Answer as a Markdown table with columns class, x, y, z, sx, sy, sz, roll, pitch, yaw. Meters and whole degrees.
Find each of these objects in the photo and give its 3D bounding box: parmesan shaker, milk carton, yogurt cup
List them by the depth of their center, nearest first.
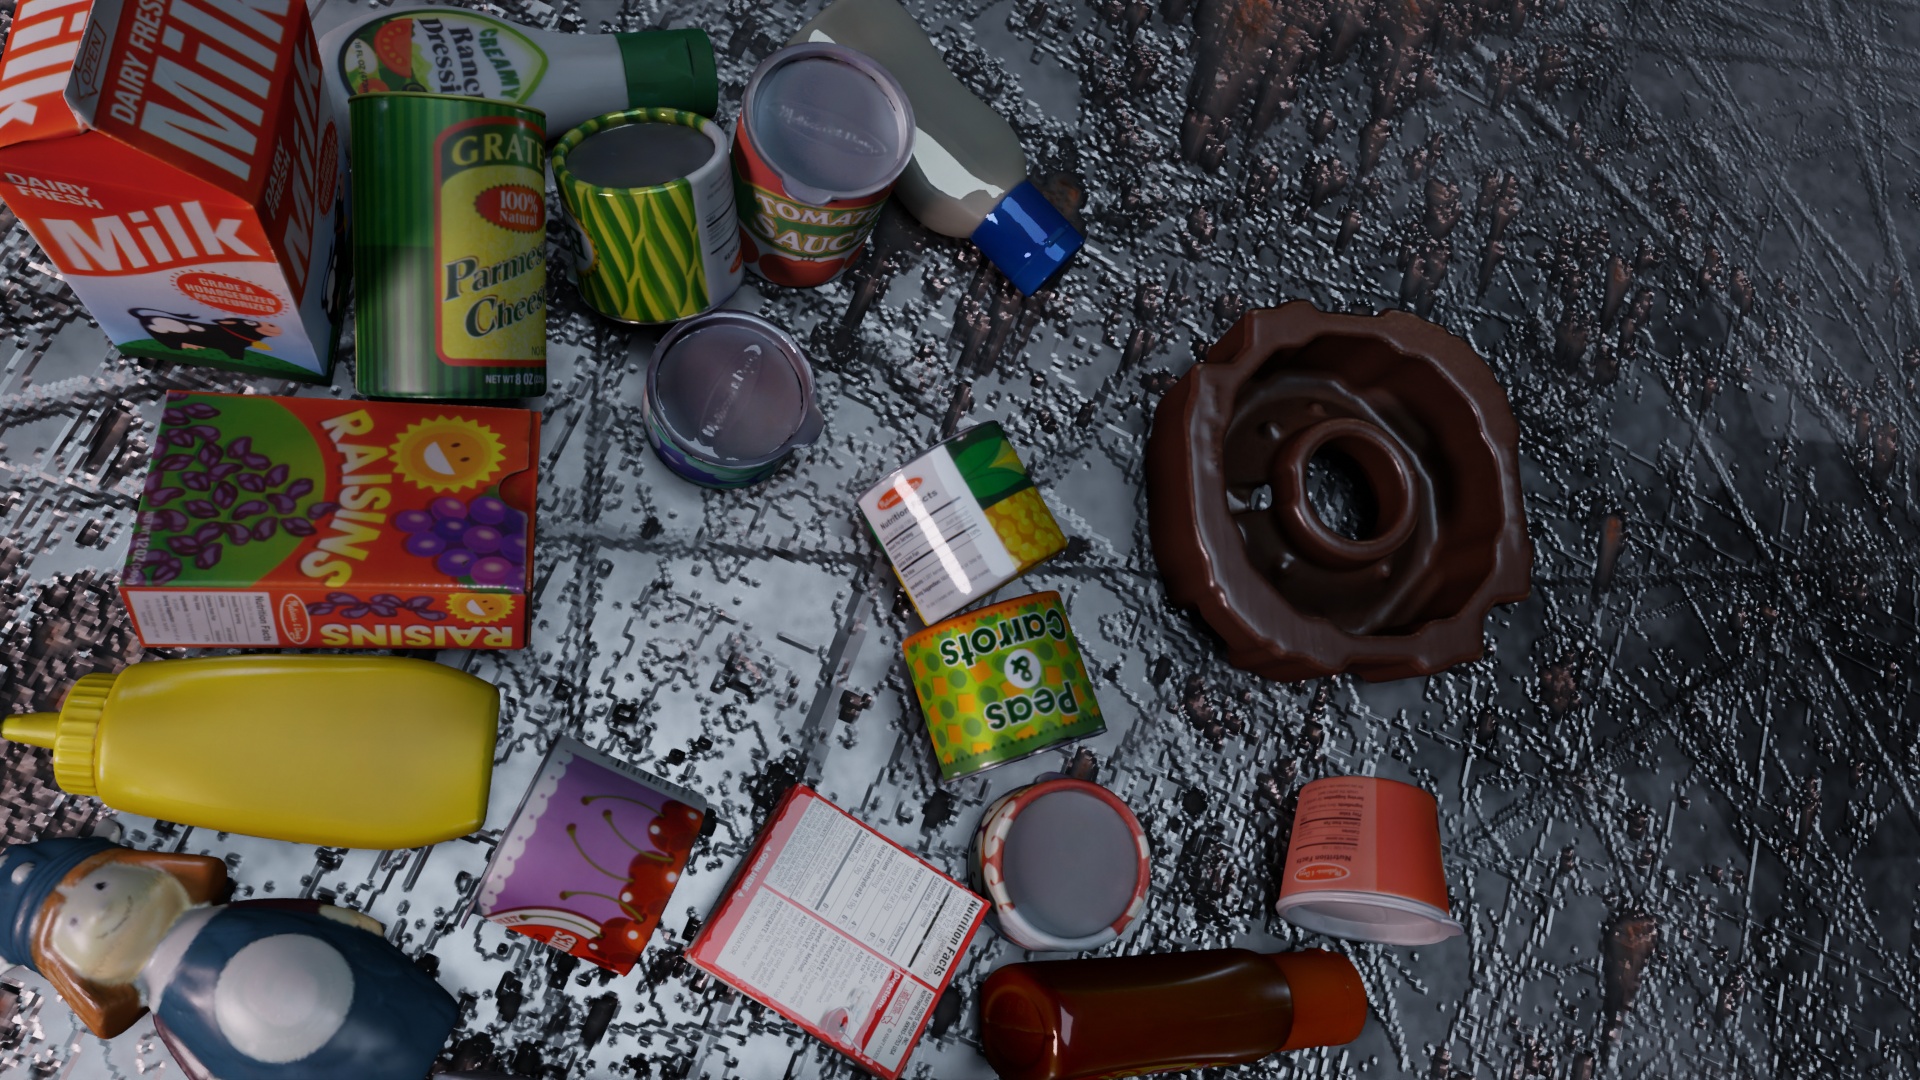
| class | x | y | z | sx | sy | sz | roll | pitch | yaw |
| --- | --- | --- | --- | --- | --- | --- | --- | --- | --- |
| milk carton | -0.243 | -0.118 | 0.437 | 0.073 | 0.190 | 0.072 | 8 | 73 | -15 |
| parmesan shaker | -0.182 | -0.104 | 0.504 | 0.071 | 0.071 | 0.103 | -1 | 99 | -18 |
| yogurt cup | 0.165 | 0.130 | 0.565 | 0.072 | 0.072 | 0.054 | 17 | 63 | -12 |

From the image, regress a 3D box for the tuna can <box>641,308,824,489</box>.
| class | x | y | z | sx | sy | sz | roll | pitch | yaw |
| --- | --- | --- | --- | --- | --- | --- | --- | --- | --- |
| tuna can | -0.090 | -0.054 | 0.552 | 0.071 | 0.032 | 0.071 | 5 | 74 | -16 |

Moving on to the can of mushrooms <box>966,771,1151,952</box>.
| class | x | y | z | sx | sy | sz | roll | pitch | yaw |
| --- | --- | --- | --- | --- | --- | --- | --- | --- | --- |
| can of mushrooms | 0.039 | 0.124 | 0.543 | 0.071 | 0.033 | 0.071 | 4 | 74 | -15 |

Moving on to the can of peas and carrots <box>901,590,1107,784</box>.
| class | x | y | z | sx | sy | sz | roll | pitch | yaw |
| --- | --- | --- | --- | --- | --- | --- | --- | --- | --- |
| can of peas and carrots | 0.017 | 0.056 | 0.534 | 0.071 | 0.070 | 0.059 | -15 | 80 | -20 |

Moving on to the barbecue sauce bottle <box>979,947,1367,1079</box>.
| class | x | y | z | sx | sy | sz | roll | pitch | yaw |
| --- | --- | --- | --- | --- | --- | --- | --- | --- | --- |
| barbecue sauce bottle | 0.086 | 0.179 | 0.529 | 0.149 | 0.064 | 0.044 | 4 | 75 | -25 |

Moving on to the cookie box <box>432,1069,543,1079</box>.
| class | x | y | z | sx | sy | sz | roll | pitch | yaw |
| --- | --- | --- | --- | --- | --- | --- | --- | --- | --- |
| cookie box | -0.094 | 0.244 | 0.435 | 0.167 | 0.040 | 0.123 | 6 | 71 | 7 |

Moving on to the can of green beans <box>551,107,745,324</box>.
| class | x | y | z | sx | sy | sz | roll | pitch | yaw |
| --- | --- | --- | --- | --- | --- | --- | --- | --- | --- |
| can of green beans | -0.119 | -0.126 | 0.536 | 0.071 | 0.057 | 0.071 | 0 | 45 | 0 |

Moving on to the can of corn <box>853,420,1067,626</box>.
| class | x | y | z | sx | sy | sz | roll | pitch | yaw |
| --- | --- | --- | --- | --- | --- | --- | --- | --- | --- |
| can of corn | 0.002 | -0.007 | 0.552 | 0.071 | 0.071 | 0.058 | -28 | 86 | -22 |

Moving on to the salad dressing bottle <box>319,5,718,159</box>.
| class | x | y | z | sx | sy | sz | roll | pitch | yaw |
| --- | --- | --- | --- | --- | --- | --- | --- | --- | --- |
| salad dressing bottle | -0.173 | -0.182 | 0.556 | 0.148 | 0.044 | 0.064 | -11 | 85 | -20 |

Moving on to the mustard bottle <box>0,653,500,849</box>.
| class | x | y | z | sx | sy | sz | roll | pitch | yaw |
| --- | --- | --- | --- | --- | --- | --- | --- | --- | --- |
| mustard bottle | -0.239 | 0.067 | 0.463 | 0.160 | 0.048 | 0.065 | 8 | 75 | -15 |

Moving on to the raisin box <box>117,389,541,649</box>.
| class | x | y | z | sx | sy | sz | roll | pitch | yaw |
| --- | --- | --- | --- | --- | --- | --- | --- | --- | --- |
| raisin box | -0.212 | -0.007 | 0.483 | 0.123 | 0.039 | 0.086 | 2 | 50 | -17 |

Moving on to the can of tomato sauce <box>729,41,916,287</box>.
| class | x | y | z | sx | sy | sz | roll | pitch | yaw |
| --- | --- | --- | --- | --- | --- | --- | --- | --- | --- |
| can of tomato sauce | -0.061 | -0.147 | 0.560 | 0.071 | 0.083 | 0.071 | 5 | 74 | -16 |

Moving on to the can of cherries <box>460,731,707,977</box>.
| class | x | y | z | sx | sy | sz | roll | pitch | yaw |
| --- | --- | --- | --- | --- | --- | --- | --- | --- | --- |
| can of cherries | -0.128 | 0.110 | 0.477 | 0.058 | 0.071 | 0.072 | 27 | 69 | -10 |

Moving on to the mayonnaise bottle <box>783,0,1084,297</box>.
| class | x | y | z | sx | sy | sz | roll | pitch | yaw |
| --- | --- | --- | --- | --- | --- | --- | --- | --- | --- |
| mayonnaise bottle | -0.010 | -0.171 | 0.607 | 0.148 | 0.041 | 0.065 | 46 | 68 | -2 |
